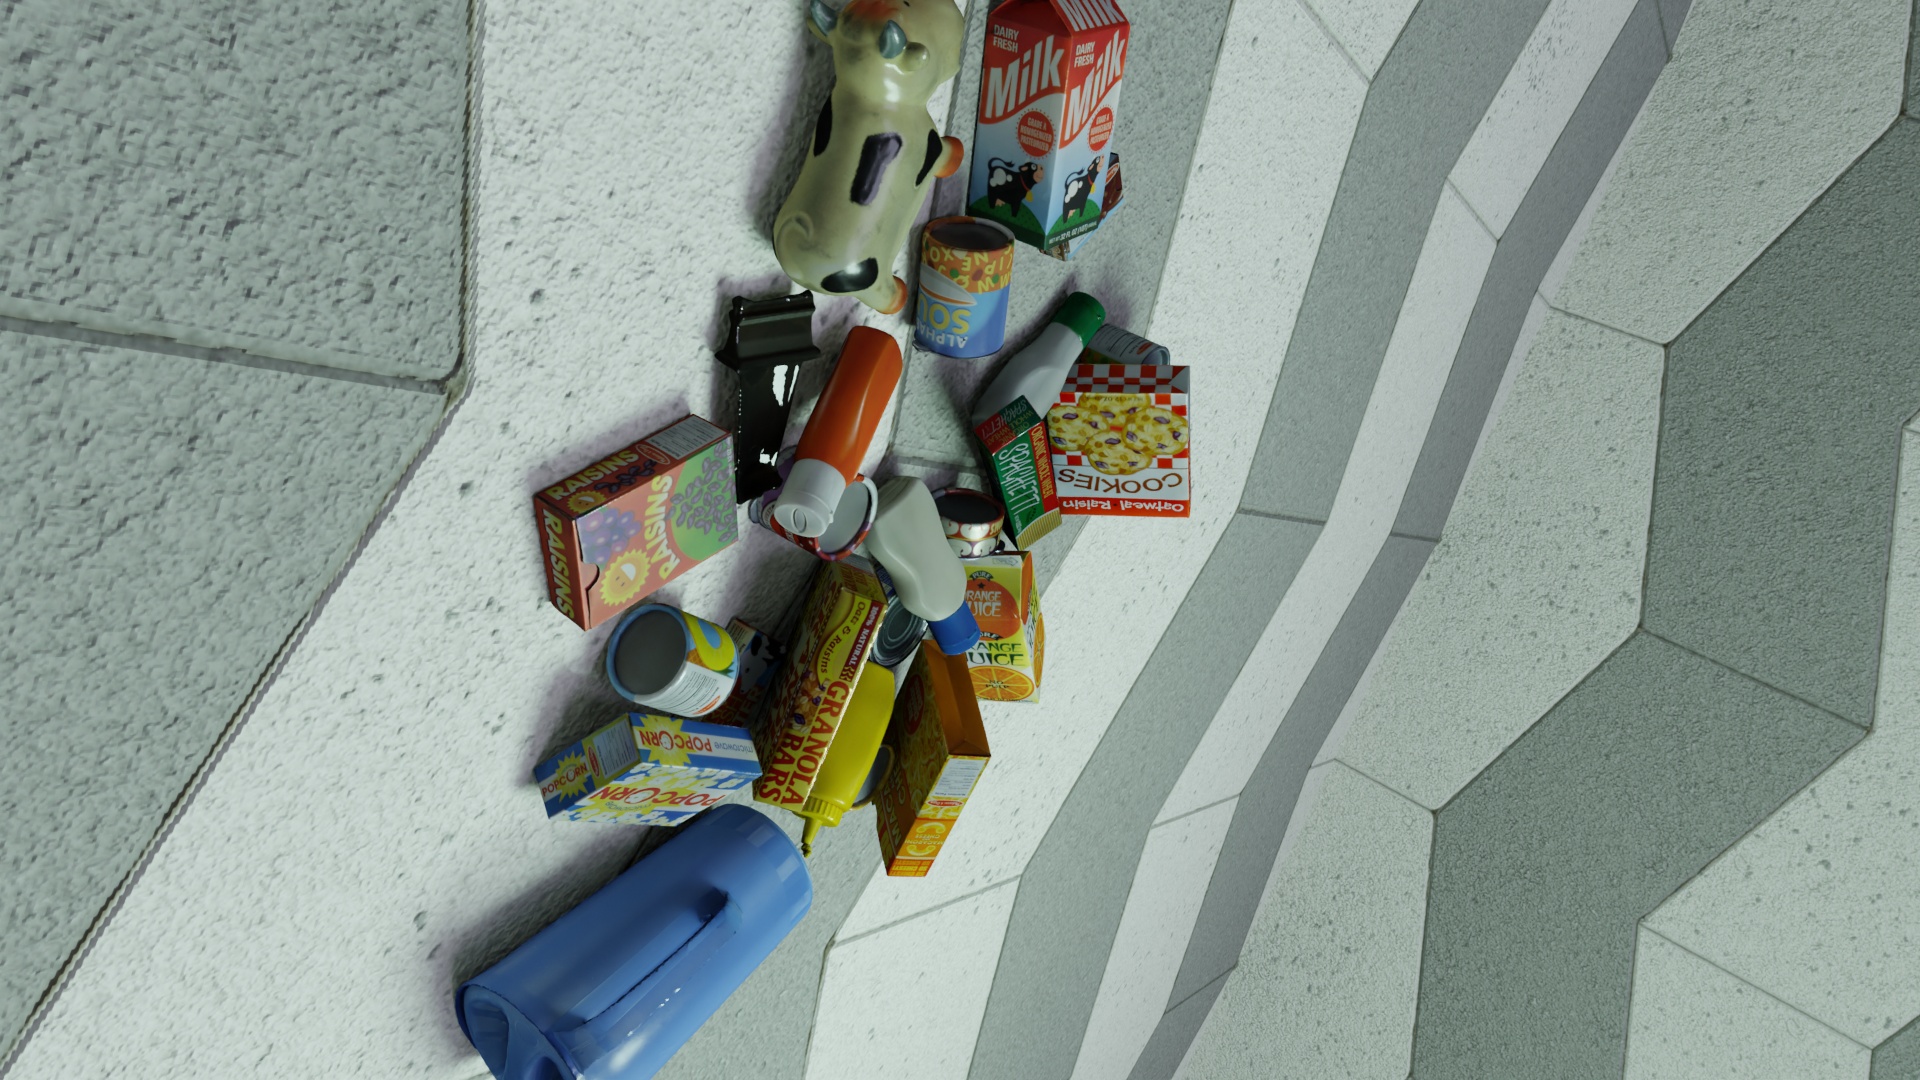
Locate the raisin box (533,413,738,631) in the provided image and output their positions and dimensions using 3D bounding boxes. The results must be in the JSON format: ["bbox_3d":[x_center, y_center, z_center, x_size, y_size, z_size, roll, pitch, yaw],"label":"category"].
[{"bbox_3d":[-0.194,-0.012,0.847,0.124,0.040,0.085,-35,142,-39],"label":"raisin box"}]

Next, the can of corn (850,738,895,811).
[{"bbox_3d":[-0.096,0.184,1.158,0.071,0.058,0.070,-39,145,-36],"label":"can of corn"}]

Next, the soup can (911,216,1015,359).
[{"bbox_3d":[0.000,-0.180,0.993,0.072,0.071,0.083,-32,139,-42],"label":"soup can"}]

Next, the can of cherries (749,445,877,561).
[{"bbox_3d":[-0.102,-0.024,0.968,0.072,0.058,0.071,-40,144,-36],"label":"can of cherries"}]

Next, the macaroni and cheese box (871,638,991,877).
[{"bbox_3d":[-0.031,0.184,1.166,0.040,0.124,0.165,8,130,-21],"label":"macaroni and cheese box"}]

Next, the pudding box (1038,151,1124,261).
[{"bbox_3d":[0.095,-0.268,1.108,0.084,0.030,0.049,-49,148,-23],"label":"pudding box"}]

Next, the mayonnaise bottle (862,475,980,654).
[{"bbox_3d":[-0.029,0.024,1.091,0.065,0.041,0.147,-45,124,-32],"label":"mayonnaise bottle"}]

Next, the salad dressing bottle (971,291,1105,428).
[{"bbox_3d":[0.068,-0.143,1.159,0.148,0.044,0.064,-53,150,-18],"label":"salad dressing bottle"}]

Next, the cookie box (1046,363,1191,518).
[{"bbox_3d":[0.145,-0.088,1.248,0.166,0.123,0.040,78,18,-50],"label":"cookie box"}]

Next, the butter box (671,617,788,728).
[{"bbox_3d":[-0.171,0.110,1.007,0.103,0.024,0.053,-59,151,-6],"label":"butter box"}]

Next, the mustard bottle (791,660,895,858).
[{"bbox_3d":[-0.100,0.171,1.088,0.048,0.065,0.161,136,-25,-62],"label":"mustard bottle"}]

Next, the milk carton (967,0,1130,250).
[{"bbox_3d":[0.063,-0.310,0.973,0.073,0.073,0.189,-30,138,-44],"label":"milk carton"}]

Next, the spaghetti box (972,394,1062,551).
[{"bbox_3d":[0.051,-0.050,1.157,0.050,0.029,0.249,-35,161,-4],"label":"spaghetti box"}]

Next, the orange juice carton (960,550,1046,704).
[{"bbox_3d":[0.028,0.066,1.213,0.191,0.072,0.073,76,20,-54],"label":"orange juice carton"}]

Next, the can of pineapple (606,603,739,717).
[{"bbox_3d":[-0.189,0.077,0.909,0.071,0.071,0.058,-60,151,-4],"label":"can of pineapple"}]

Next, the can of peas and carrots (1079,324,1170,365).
[{"bbox_3d":[0.149,-0.154,1.265,0.071,0.059,0.070,-40,145,-35],"label":"can of peas and carrots"}]

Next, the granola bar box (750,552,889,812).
[{"bbox_3d":[-0.105,0.097,1.012,0.124,0.039,0.165,-125,-123,-73],"label":"granola bar box"}]

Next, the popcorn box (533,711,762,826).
[{"bbox_3d":[-0.205,0.154,0.926,0.085,0.038,0.126,-31,154,20],"label":"popcorn box"}]

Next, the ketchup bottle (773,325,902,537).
[{"bbox_3d":[-0.081,-0.071,0.923,0.064,0.043,0.149,98,10,-56],"label":"ketchup bottle"}]

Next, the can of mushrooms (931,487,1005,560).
[{"bbox_3d":[0.004,-0.014,1.137,0.071,0.071,0.033,-26,134,-47],"label":"can of mushrooms"}]
